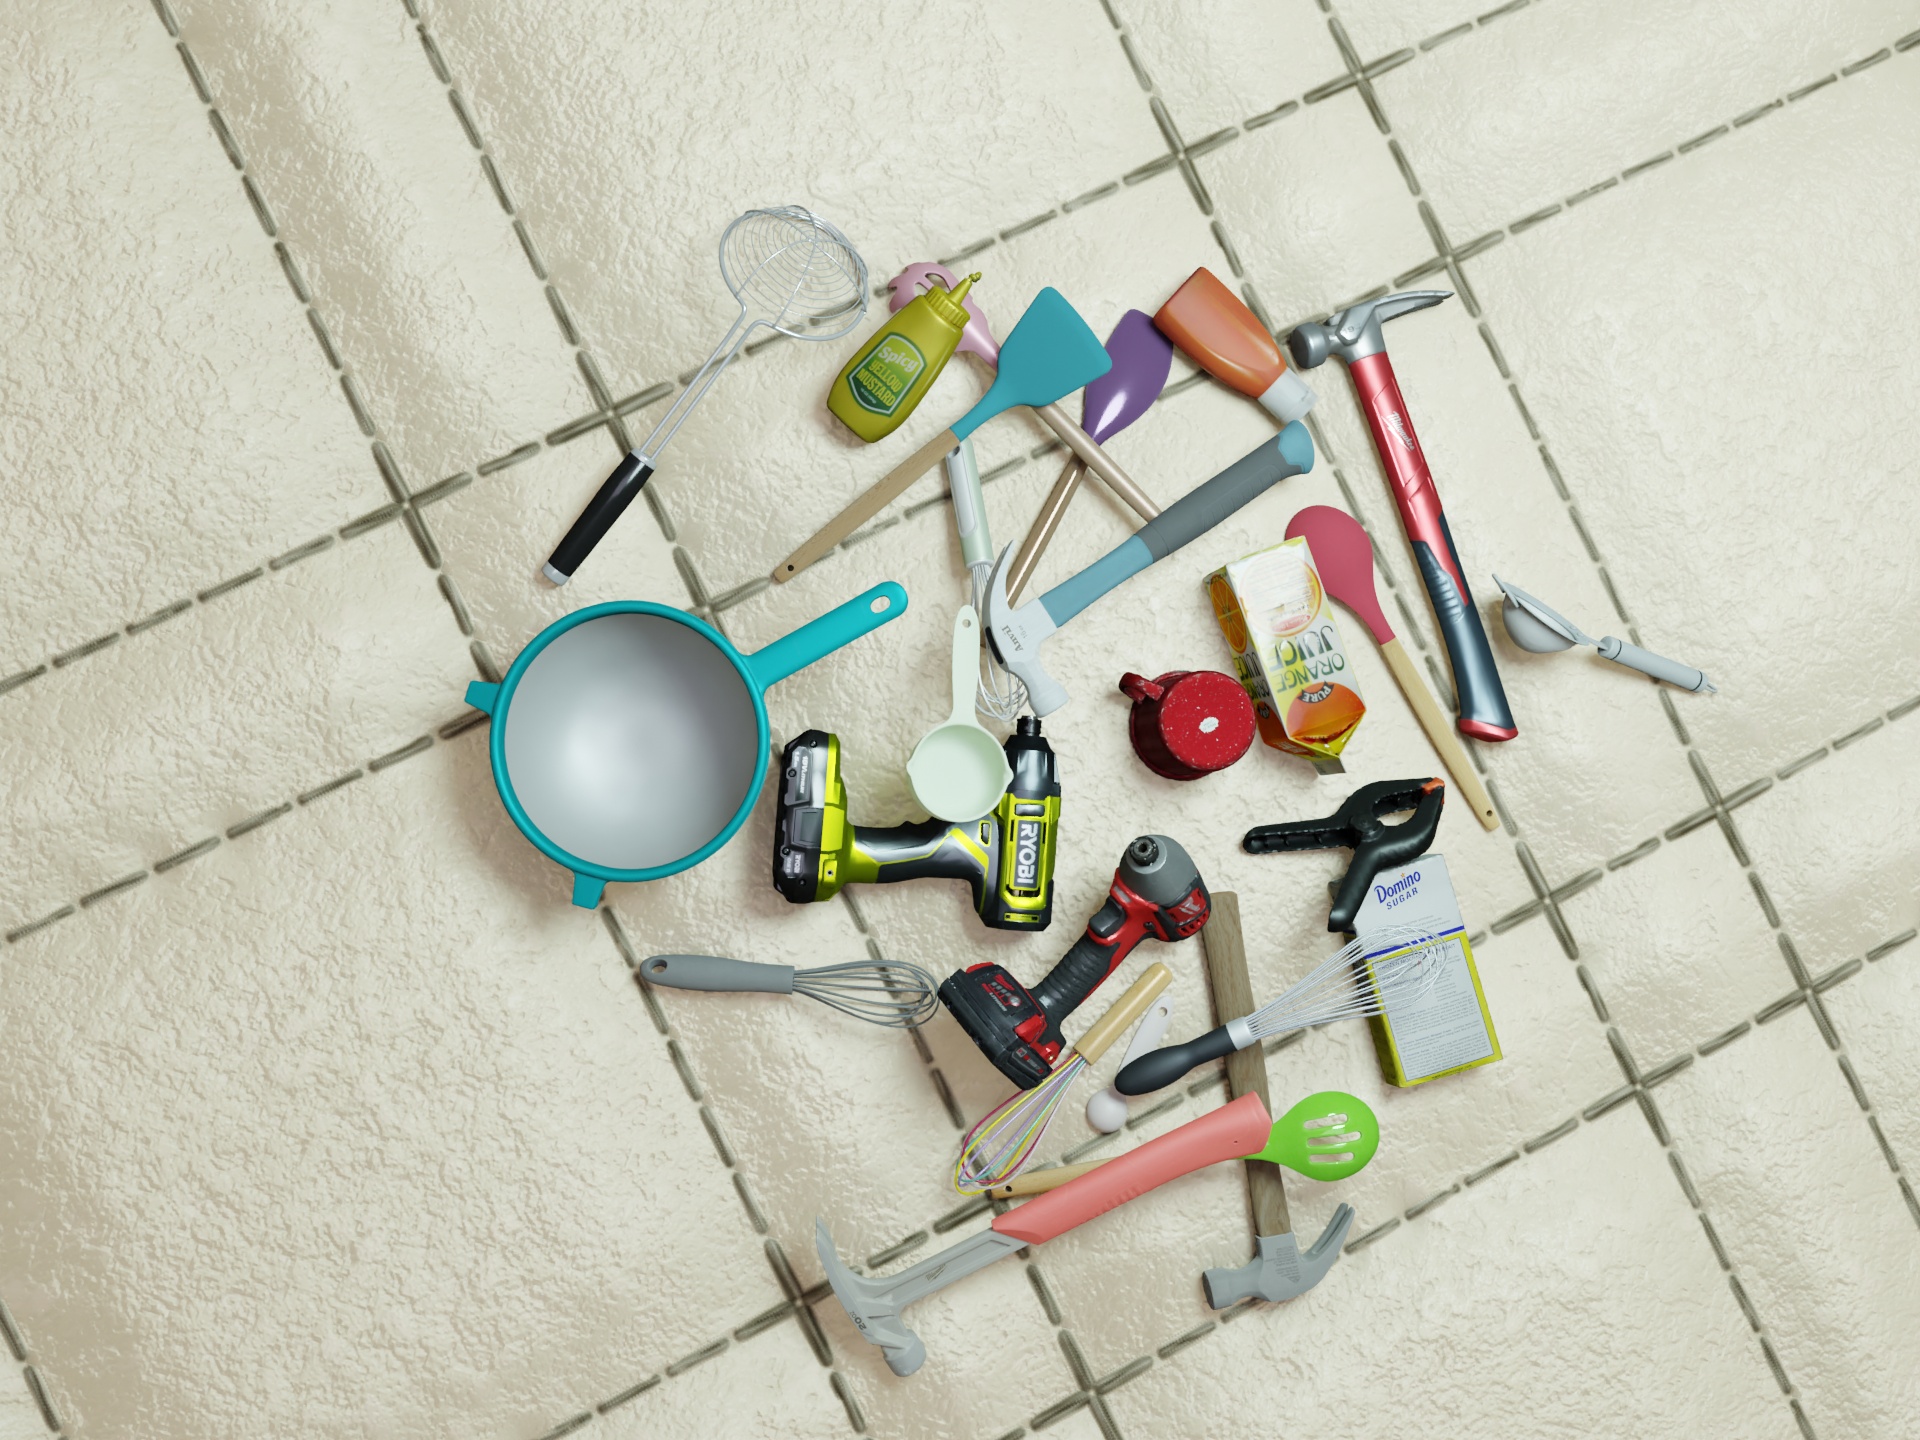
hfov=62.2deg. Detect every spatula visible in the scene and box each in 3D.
[{"bbox_3d":[0.093,-0.198,1.319,0.059,0.018,0.316,29,83,-4],"label":"spatula"},{"bbox_3d":[-0.026,-0.214,1.272,0.317,0.044,0.082,-39,96,3],"label":"spatula"}]

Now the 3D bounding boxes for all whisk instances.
[{"bbox_3d":[0.084,0.288,1.282,0.245,0.051,0.047,-44,101,-12],"label":"whisk"},{"bbox_3d":[0.016,-0.117,1.280,0.058,0.059,0.246,-18,74,32],"label":"whisk"},{"bbox_3d":[0.251,0.235,1.256,0.284,0.070,0.070,-26,90,9],"label":"whisk"},{"bbox_3d":[-0.135,0.209,1.258,0.239,0.055,0.055,6,86,-2],"label":"whisk"}]

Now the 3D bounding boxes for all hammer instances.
[{"bbox_3d":[0.408,-0.170,1.345,0.143,0.038,0.386,-19,89,-9],"label":"hammer"},{"bbox_3d":[0.239,0.305,1.302,0.130,0.031,0.331,-9,88,-7],"label":"hammer"},{"bbox_3d":[0.071,0.374,1.233,0.359,0.037,0.149,-27,107,2],"label":"hammer"},{"bbox_3d":[0.157,-0.142,1.270,0.331,0.033,0.128,-34,92,-17],"label":"hammer"}]

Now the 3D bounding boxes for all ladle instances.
[{"bbox_3d":[0.372,-0.044,1.340,0.069,0.031,0.315,-31,92,-7],"label":"ladle"}]

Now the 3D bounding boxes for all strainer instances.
[{"bbox_3d":[0.539,-0.061,1.337,0.258,0.087,0.050,18,117,-18],"label":"strainer"},{"bbox_3d":[-0.190,-0.015,1.226,0.340,0.095,0.211,-29,88,0],"label":"strainer"}]

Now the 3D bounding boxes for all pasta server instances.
[{"bbox_3d":[0.063,-0.261,1.304,0.316,0.040,0.060,45,83,-1],"label":"pasta server"}]

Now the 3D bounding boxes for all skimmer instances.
[{"bbox_3d":[-0.213,-0.257,1.282,0.127,0.090,0.363,38,94,-7],"label":"skimmer"}]

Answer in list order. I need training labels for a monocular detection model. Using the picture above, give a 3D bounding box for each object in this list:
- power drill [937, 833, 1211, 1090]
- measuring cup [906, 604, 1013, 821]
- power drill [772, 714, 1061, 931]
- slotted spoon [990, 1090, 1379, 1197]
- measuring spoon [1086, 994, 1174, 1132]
[{"bbox_3d":[0.096,0.177,1.234,0.219,0.143,0.079,-41,59,-4],"label":"power drill"},{"bbox_3d":[-0.002,-0.004,1.223,0.083,0.038,0.168,5,80,-12],"label":"measuring cup"},{"bbox_3d":[-0.032,0.075,1.263,0.223,0.080,0.171,5,86,-10],"label":"power drill"},{"bbox_3d":[0.179,0.351,1.269,0.314,0.031,0.070,-10,85,5],"label":"slotted spoon"},{"bbox_3d":[0.143,0.280,1.298,0.034,0.018,0.124,30,83,-4],"label":"measuring spoon"}]
